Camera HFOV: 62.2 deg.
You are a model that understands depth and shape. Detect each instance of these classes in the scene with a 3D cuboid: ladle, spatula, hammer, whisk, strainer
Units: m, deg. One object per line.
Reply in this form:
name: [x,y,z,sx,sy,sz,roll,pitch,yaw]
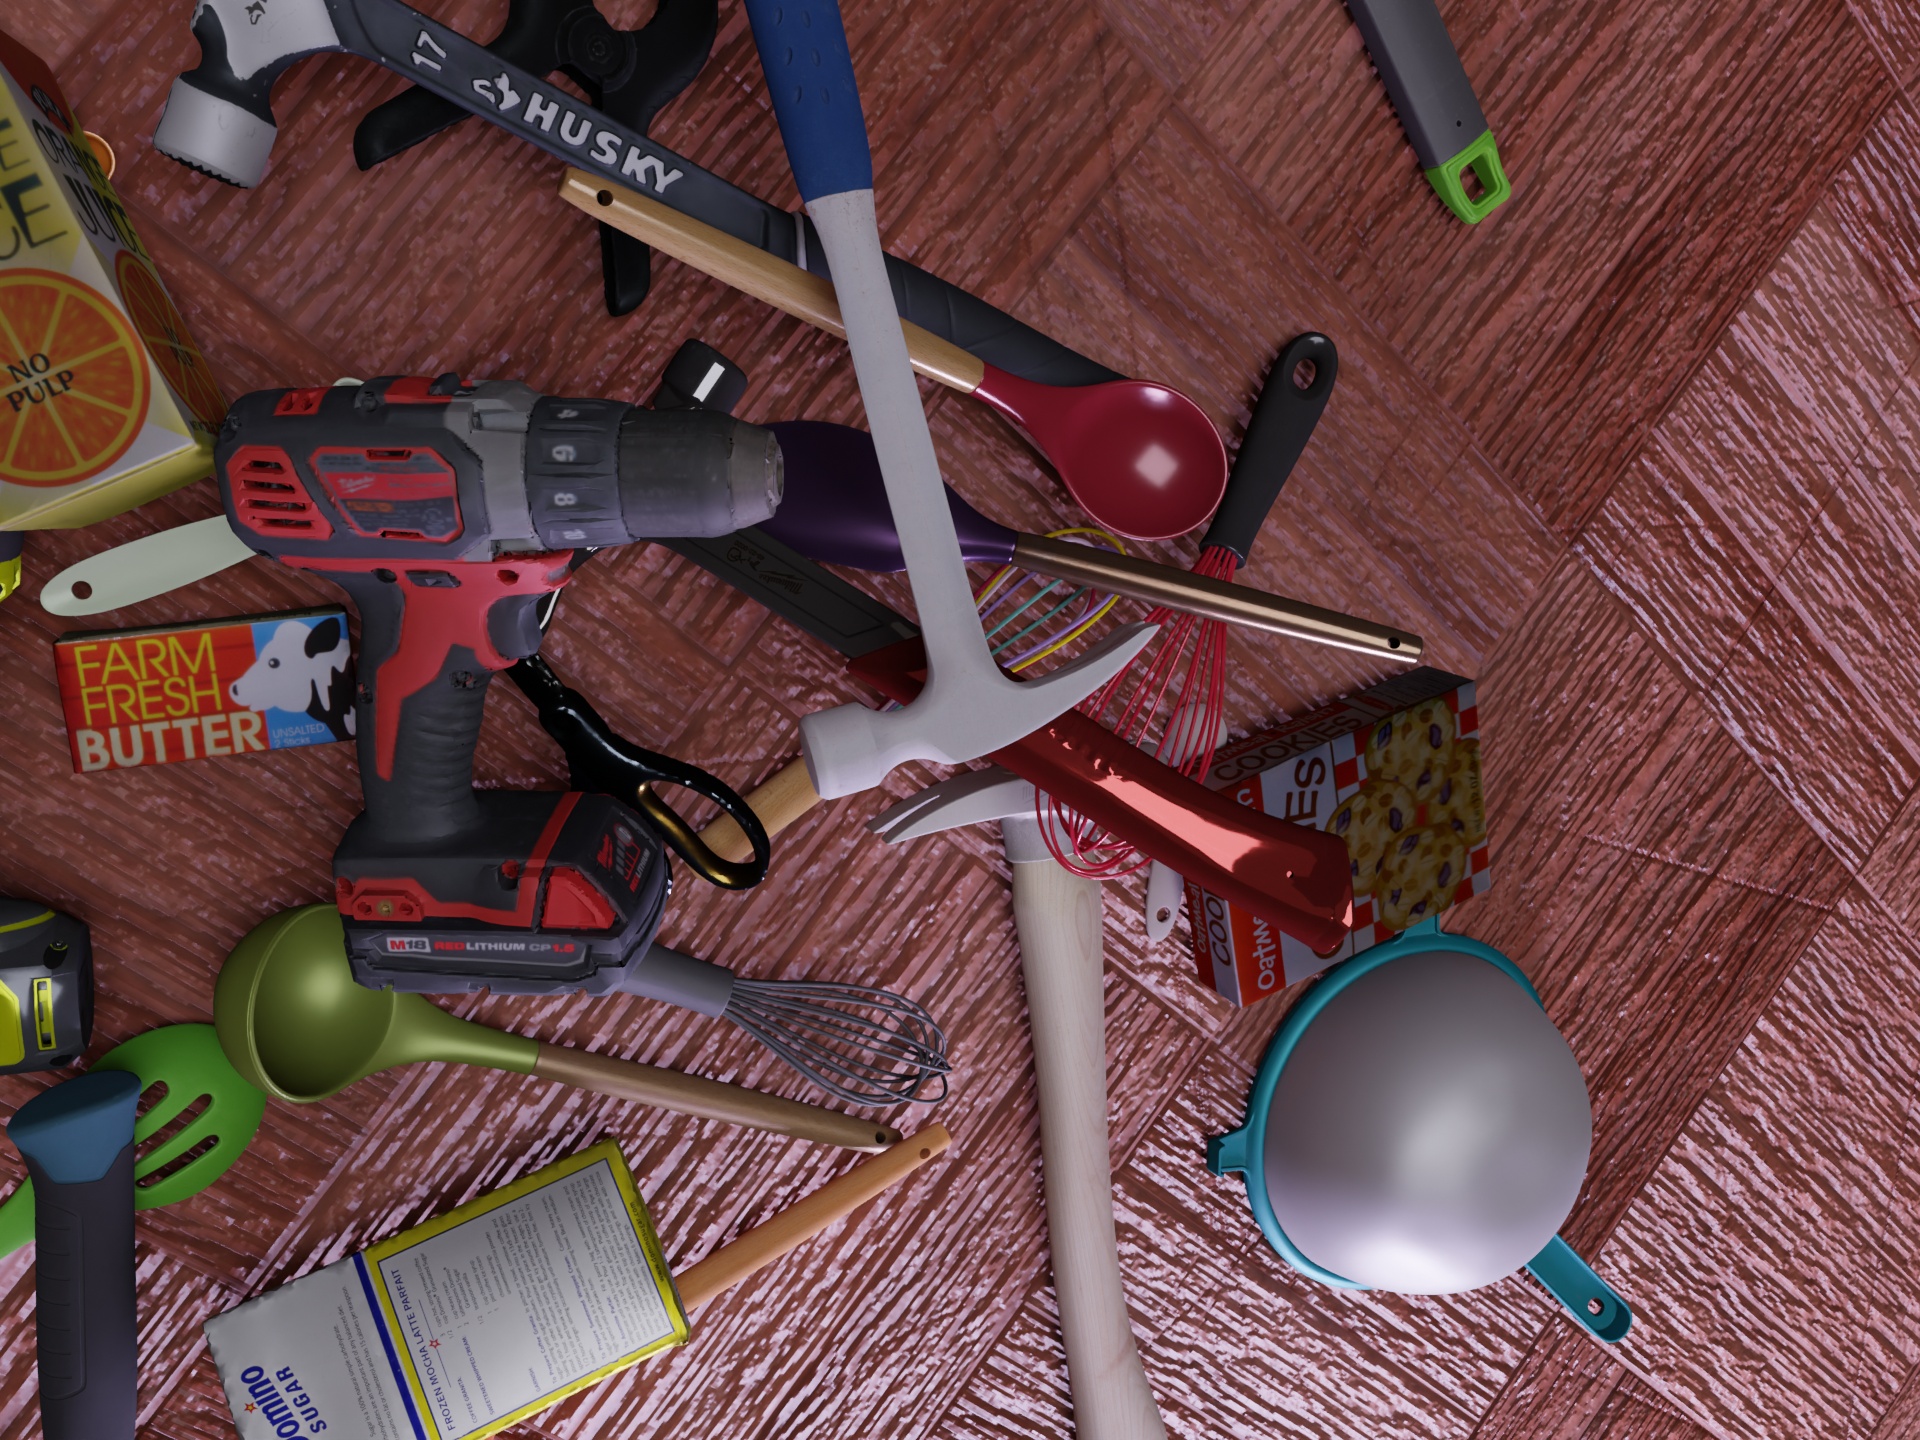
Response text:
ladle: [-0.155,0.151,0.687,0.320,0.062,0.078,21,67,-28]
spatula: [0.049,-0.071,0.690,0.316,0.018,0.060,15,88,-3]
hammer: [0.049,0.219,0.796,0.146,0.038,0.410,-11,105,-19]
hammer: [-0.345,0.291,0.627,0.128,0.033,0.331,0,107,-24]
spatula: [-0.141,0.275,0.719,0.322,0.041,0.081,-29,110,-12]
whisk: [-0.025,-0.010,0.721,0.245,0.051,0.047,-37,91,-8]
whisk: [0.113,-0.061,0.735,0.073,0.073,0.296,34,72,-25]
whisk: [-0.107,0.123,0.705,0.238,0.055,0.055,23,91,-20]
hammer: [-0.080,-0.200,0.631,0.408,0.036,0.149,20,97,-33]
hammer: [-0.001,-0.002,0.653,0.359,0.037,0.149,32,89,0]
ladle: [-0.015,-0.149,0.649,0.315,0.031,0.069,19,93,-31]
hammer: [-0.036,-0.183,0.588,0.144,0.035,0.405,-16,98,-13]
strainer: [0.306,0.269,0.880,0.211,0.095,0.340,-48,113,-8]

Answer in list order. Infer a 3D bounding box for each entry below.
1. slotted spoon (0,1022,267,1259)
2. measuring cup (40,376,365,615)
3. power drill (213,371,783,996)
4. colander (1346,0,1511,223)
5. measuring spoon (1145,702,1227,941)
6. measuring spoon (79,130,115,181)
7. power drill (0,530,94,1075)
slotted spoon: [-0.409,0.230,0.611,0.314,0.031,0.070,-38,115,-10]
measuring cup: [-0.263,-0.076,0.609,0.167,0.038,0.083,-22,107,-10]
power drill: [-0.154,-0.014,0.580,0.188,0.080,0.226,1,116,2]
colander: [0.173,-0.400,0.691,0.204,0.094,0.396,-39,112,-11]
measuring spoon: [0.112,0.053,0.798,0.034,0.018,0.124,6,99,-24]
measuring spoon: [-0.316,-0.154,0.584,0.021,0.011,0.117,-4,105,-22]
power drill: [-0.403,0.022,0.546,0.171,0.080,0.223,-2,104,-22]
